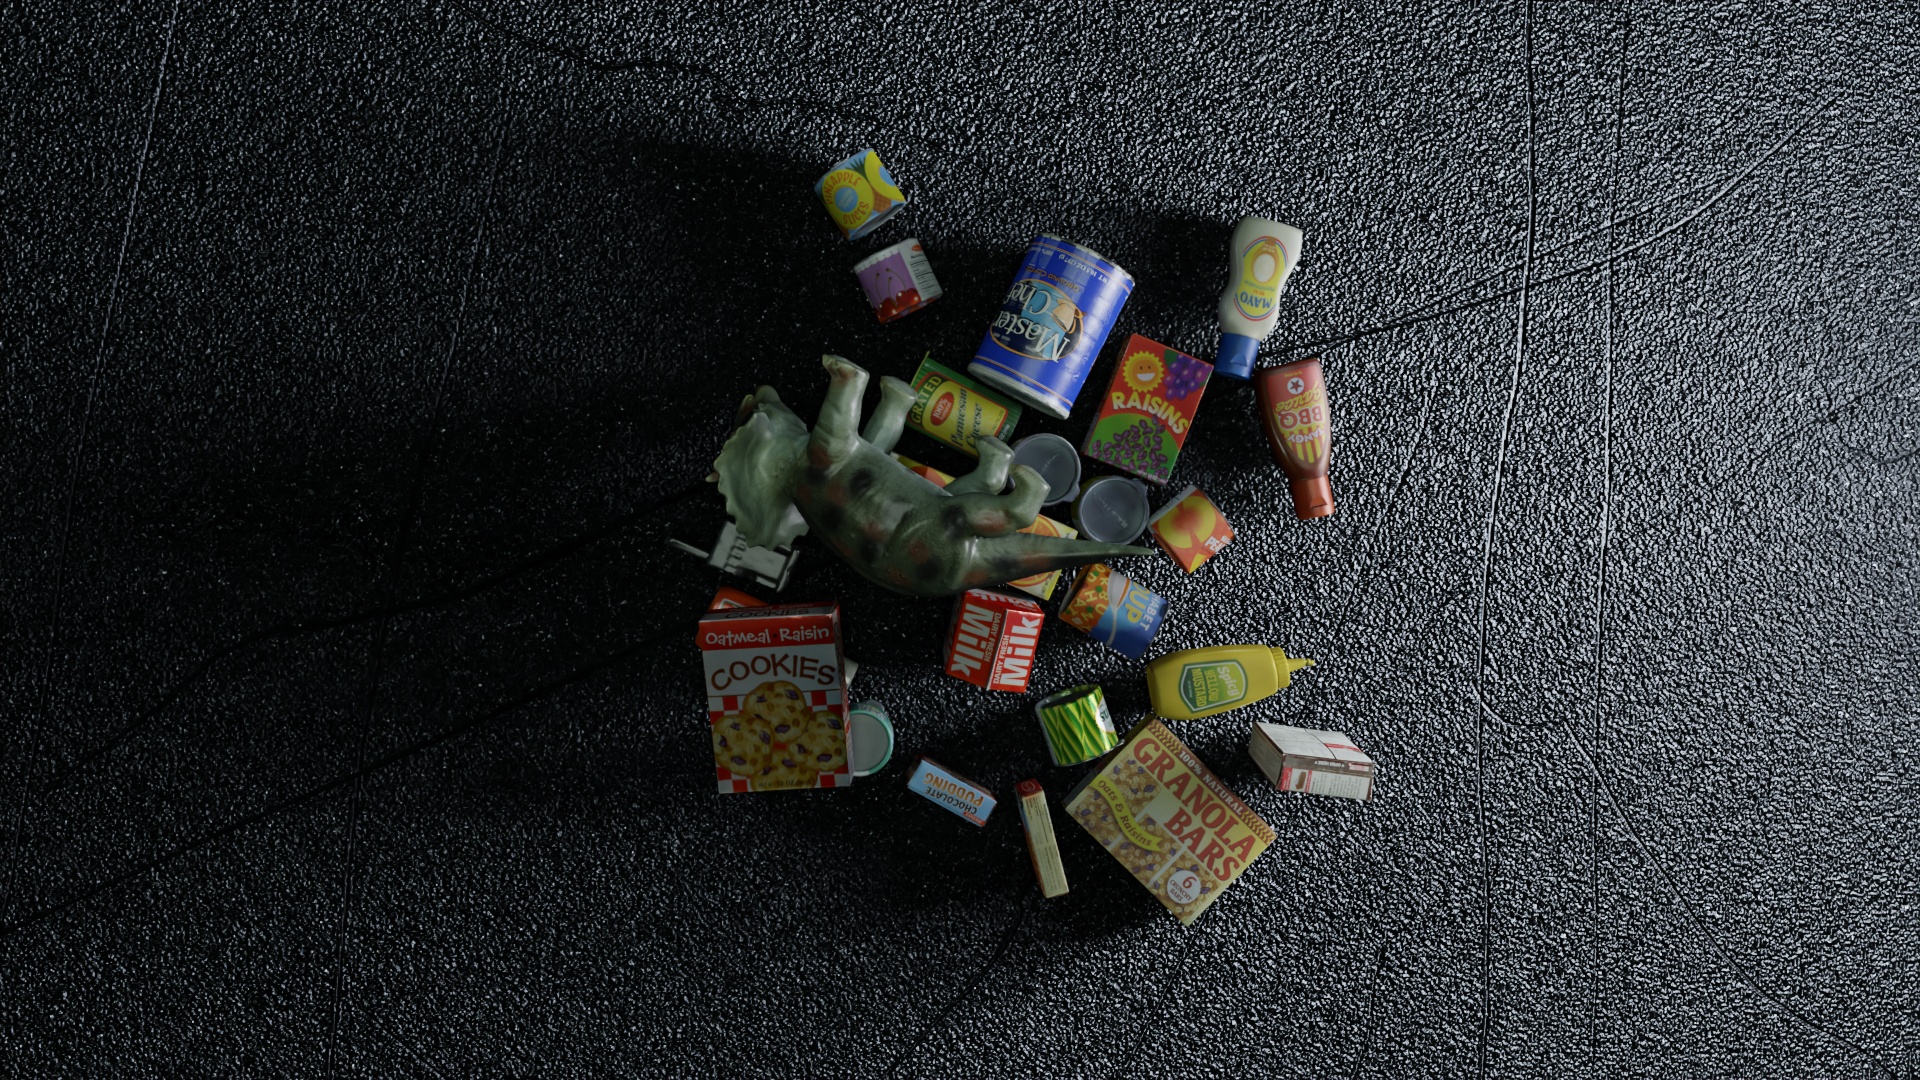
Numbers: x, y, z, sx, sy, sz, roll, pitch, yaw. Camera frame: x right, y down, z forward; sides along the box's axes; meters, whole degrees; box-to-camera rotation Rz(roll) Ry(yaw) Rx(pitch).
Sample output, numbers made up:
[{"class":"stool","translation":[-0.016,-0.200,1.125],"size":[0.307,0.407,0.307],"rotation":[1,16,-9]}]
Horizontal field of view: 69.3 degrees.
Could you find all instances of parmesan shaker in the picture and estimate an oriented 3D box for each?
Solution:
[{"class":"parmesan shaker","translation":[0.000,-0.122,1.291],"size":[0.103,0.071,0.071],"rotation":[26,92,-4]}]

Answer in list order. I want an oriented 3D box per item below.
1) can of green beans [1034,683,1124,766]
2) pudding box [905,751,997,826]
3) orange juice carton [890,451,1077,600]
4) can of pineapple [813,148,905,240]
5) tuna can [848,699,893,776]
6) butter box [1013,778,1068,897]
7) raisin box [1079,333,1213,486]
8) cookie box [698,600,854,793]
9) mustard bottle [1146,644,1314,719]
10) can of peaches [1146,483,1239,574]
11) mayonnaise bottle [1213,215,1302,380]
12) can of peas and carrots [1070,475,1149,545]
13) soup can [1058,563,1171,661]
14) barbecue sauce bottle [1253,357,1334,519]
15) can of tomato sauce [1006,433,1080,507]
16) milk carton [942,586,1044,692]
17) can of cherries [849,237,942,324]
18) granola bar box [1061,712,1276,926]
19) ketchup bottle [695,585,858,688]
[{"class":"can of green beans","translation":[0.110,0.174,1.312],"size":[0.071,0.071,0.057],"rotation":[-19,94,-1]},{"class":"pudding box","translation":[-0.010,0.236,1.318],"size":[0.084,0.049,0.030],"rotation":[30,90,-4]},{"class":"orange juice carton","translation":[0.005,-0.016,1.294],"size":[0.193,0.073,0.071],"rotation":[23,92,-3]},{"class":"can of pineapple","translation":[-0.093,-0.317,1.276],"size":[0.071,0.071,0.058],"rotation":[-33,94,0]},{"class":"tuna can","translation":[-0.095,0.187,1.319],"size":[0.071,0.033,0.071],"rotation":[0,94,-3]},{"class":"butter box","translation":[0.076,0.283,1.323],"size":[0.024,0.053,0.103],"rotation":[-15,94,-4]},{"class":"raisin box","translation":[0.176,-0.123,1.314],"size":[0.086,0.040,0.123],"rotation":[21,93,-3]},{"class":"cookie box","translation":[-0.167,0.143,1.271],"size":[0.123,0.040,0.167],"rotation":[-4,102,4]},{"class":"mustard bottle","translation":[0.260,0.128,1.325],"size":[0.160,0.049,0.065],"rotation":[-11,95,-2]},{"class":"can of peaches","translation":[0.217,-0.009,1.307],"size":[0.058,0.071,0.071],"rotation":[-38,94,1]},{"class":"mayonnaise bottle","translation":[0.275,-0.227,1.312],"size":[0.065,0.041,0.148],"rotation":[14,92,-5]},{"class":"can of peas and carrots","translation":[0.141,-0.030,1.307],"size":[0.071,0.059,0.071],"rotation":[0,93,-3]},{"class":"soup can","translation":[0.145,0.063,1.306],"size":[0.084,0.071,0.071],"rotation":[30,92,-4]},{"class":"barbecue sauce bottle","translation":[0.323,-0.095,1.320],"size":[0.065,0.043,0.148],"rotation":[-12,94,-3]},{"class":"can of tomato sauce","translation":[0.075,-0.065,1.290],"size":[0.071,0.083,0.071],"rotation":[0,93,-3]},{"class":"milk carton","translation":[0.028,0.085,1.241],"size":[0.073,0.190,0.072],"rotation":[13,93,-3]},{"class":"can of cherries","translation":[-0.059,-0.239,1.285],"size":[0.071,0.071,0.058],"rotation":[-26,95,-1]},{"class":"granola bar box","translation":[0.199,0.267,1.334],"size":[0.165,0.039,0.124],"rotation":[44,91,-4]},{"class":"ketchup bottle","translation":[-0.170,0.100,1.307],"size":[0.149,0.043,0.064],"rotation":[26,97,-4]}]
